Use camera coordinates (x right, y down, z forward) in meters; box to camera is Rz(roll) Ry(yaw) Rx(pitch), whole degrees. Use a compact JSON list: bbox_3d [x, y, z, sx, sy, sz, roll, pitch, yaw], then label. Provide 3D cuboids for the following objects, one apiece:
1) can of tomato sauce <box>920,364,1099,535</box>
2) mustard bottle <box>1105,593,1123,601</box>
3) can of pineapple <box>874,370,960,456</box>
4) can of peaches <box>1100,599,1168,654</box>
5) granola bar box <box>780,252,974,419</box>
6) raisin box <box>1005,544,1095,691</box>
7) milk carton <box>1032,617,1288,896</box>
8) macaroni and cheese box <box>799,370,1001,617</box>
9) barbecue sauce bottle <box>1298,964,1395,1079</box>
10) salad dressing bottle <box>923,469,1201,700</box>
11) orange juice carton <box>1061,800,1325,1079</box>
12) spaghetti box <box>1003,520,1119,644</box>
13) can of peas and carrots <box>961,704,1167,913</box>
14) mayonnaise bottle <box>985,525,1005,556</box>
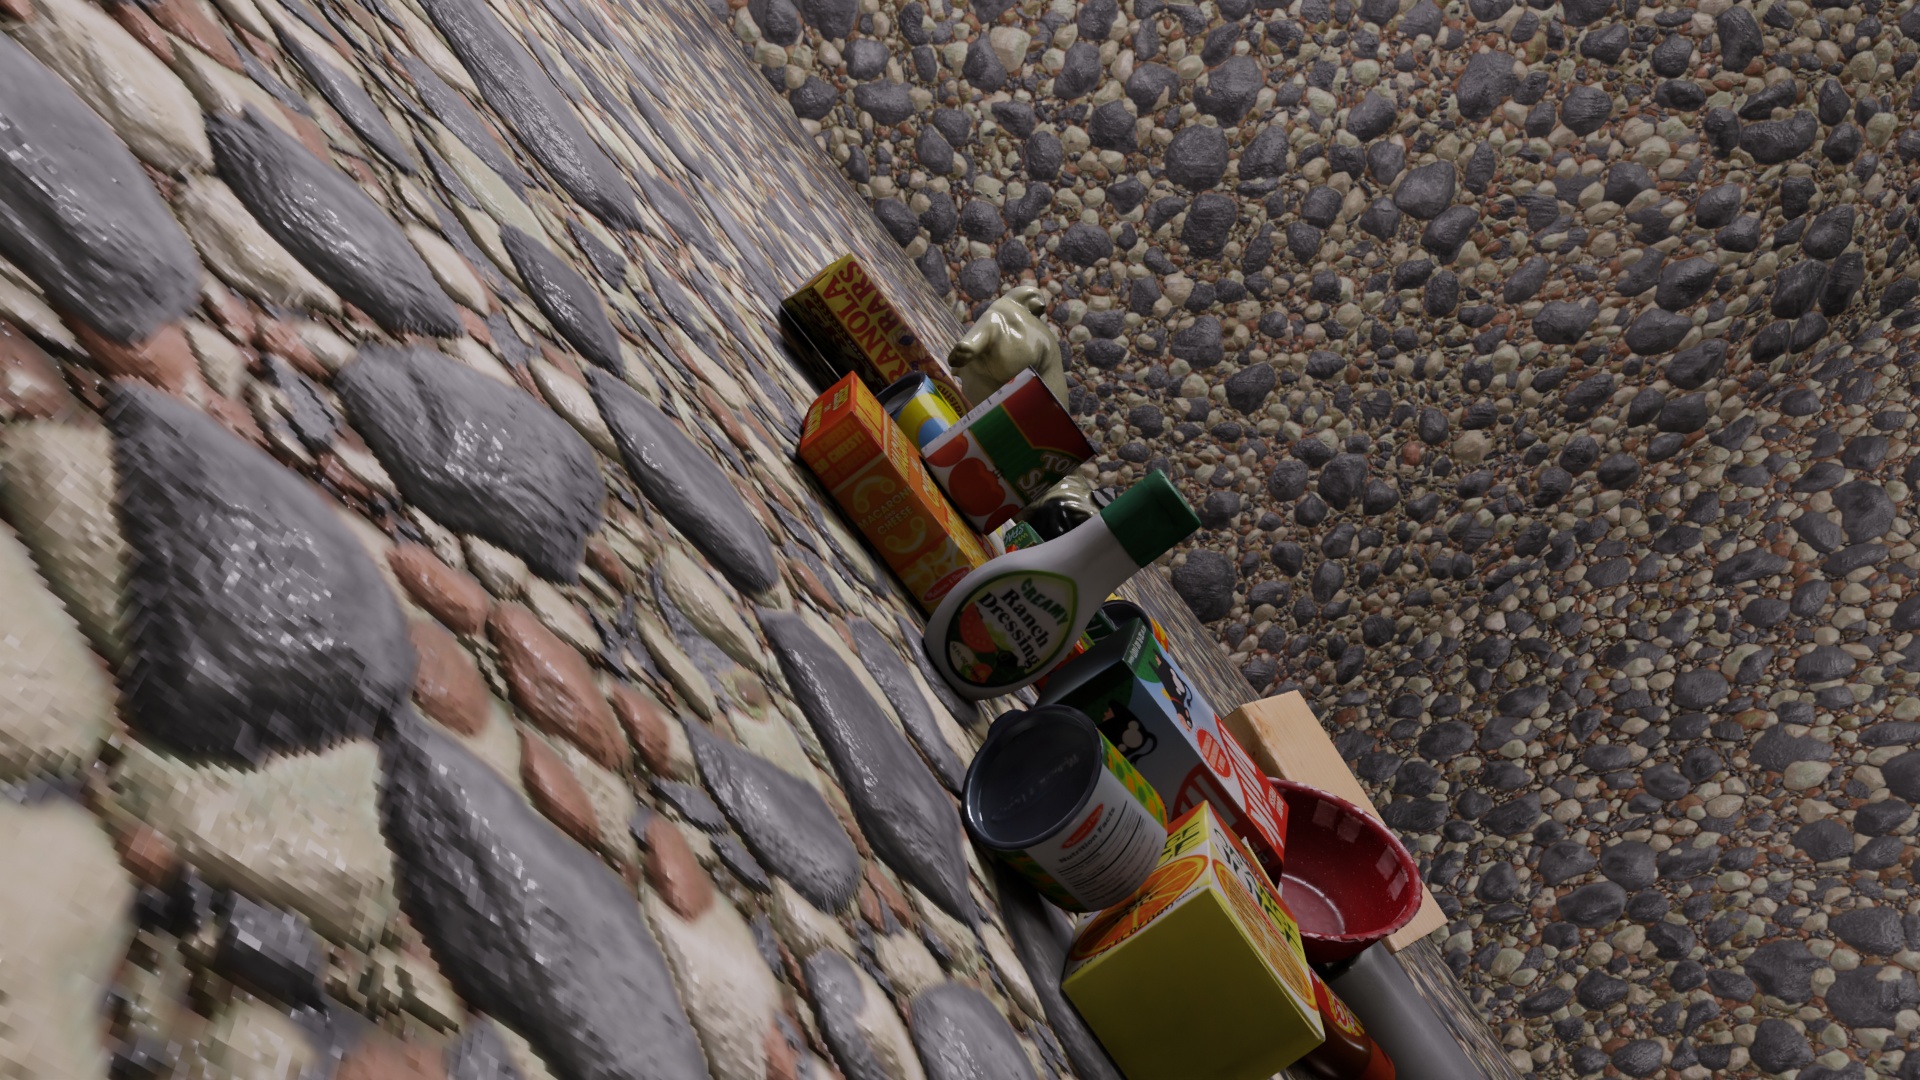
[{"bbox_3d":[0.029,-0.051,0.822,0.071,0.083,0.071,52,5,-7],"label":"can of tomato sauce"},{"bbox_3d":[0.150,0.094,1.279,0.160,0.049,0.065,54,8,15],"label":"mustard bottle"},{"bbox_3d":[-0.031,-0.067,0.890,0.057,0.071,0.071,51,8,-20],"label":"can of pineapple"},{"bbox_3d":[0.142,0.090,1.188,0.071,0.071,0.058,57,8,25],"label":"can of peaches"},{"bbox_3d":[-0.052,-0.118,0.977,0.165,0.039,0.124,51,-10,-14],"label":"granola bar box"},{"bbox_3d":[0.060,0.067,0.932,0.123,0.040,0.086,51,9,-8],"label":"raisin box"},{"bbox_3d":[0.130,0.148,0.814,0.190,0.073,0.072,51,22,-4],"label":"milk carton"},{"bbox_3d":[-0.025,-0.010,0.788,0.166,0.040,0.124,51,7,-15],"label":"macaroni and cheese box"},{"bbox_3d":[0.215,0.292,0.833,0.148,0.043,0.065,48,9,-33],"label":"barbecue sauce bottle"},{"bbox_3d":[0.051,0.021,0.701,0.064,0.147,0.044,52,8,-5],"label":"salad dressing bottle"},{"bbox_3d":[0.101,0.172,0.608,0.073,0.072,0.193,54,8,4],"label":"orange juice carton"},{"bbox_3d":[0.096,0.077,1.052,0.249,0.050,0.029,47,12,-37],"label":"spaghetti box"},{"bbox_3d":[0.042,0.109,0.572,0.058,0.071,0.071,48,9,-35],"label":"can of peas and carrots"},{"bbox_3d":[0.003,-0.012,0.942,0.065,0.041,0.148,48,9,-4],"label":"mayonnaise bottle"}]
